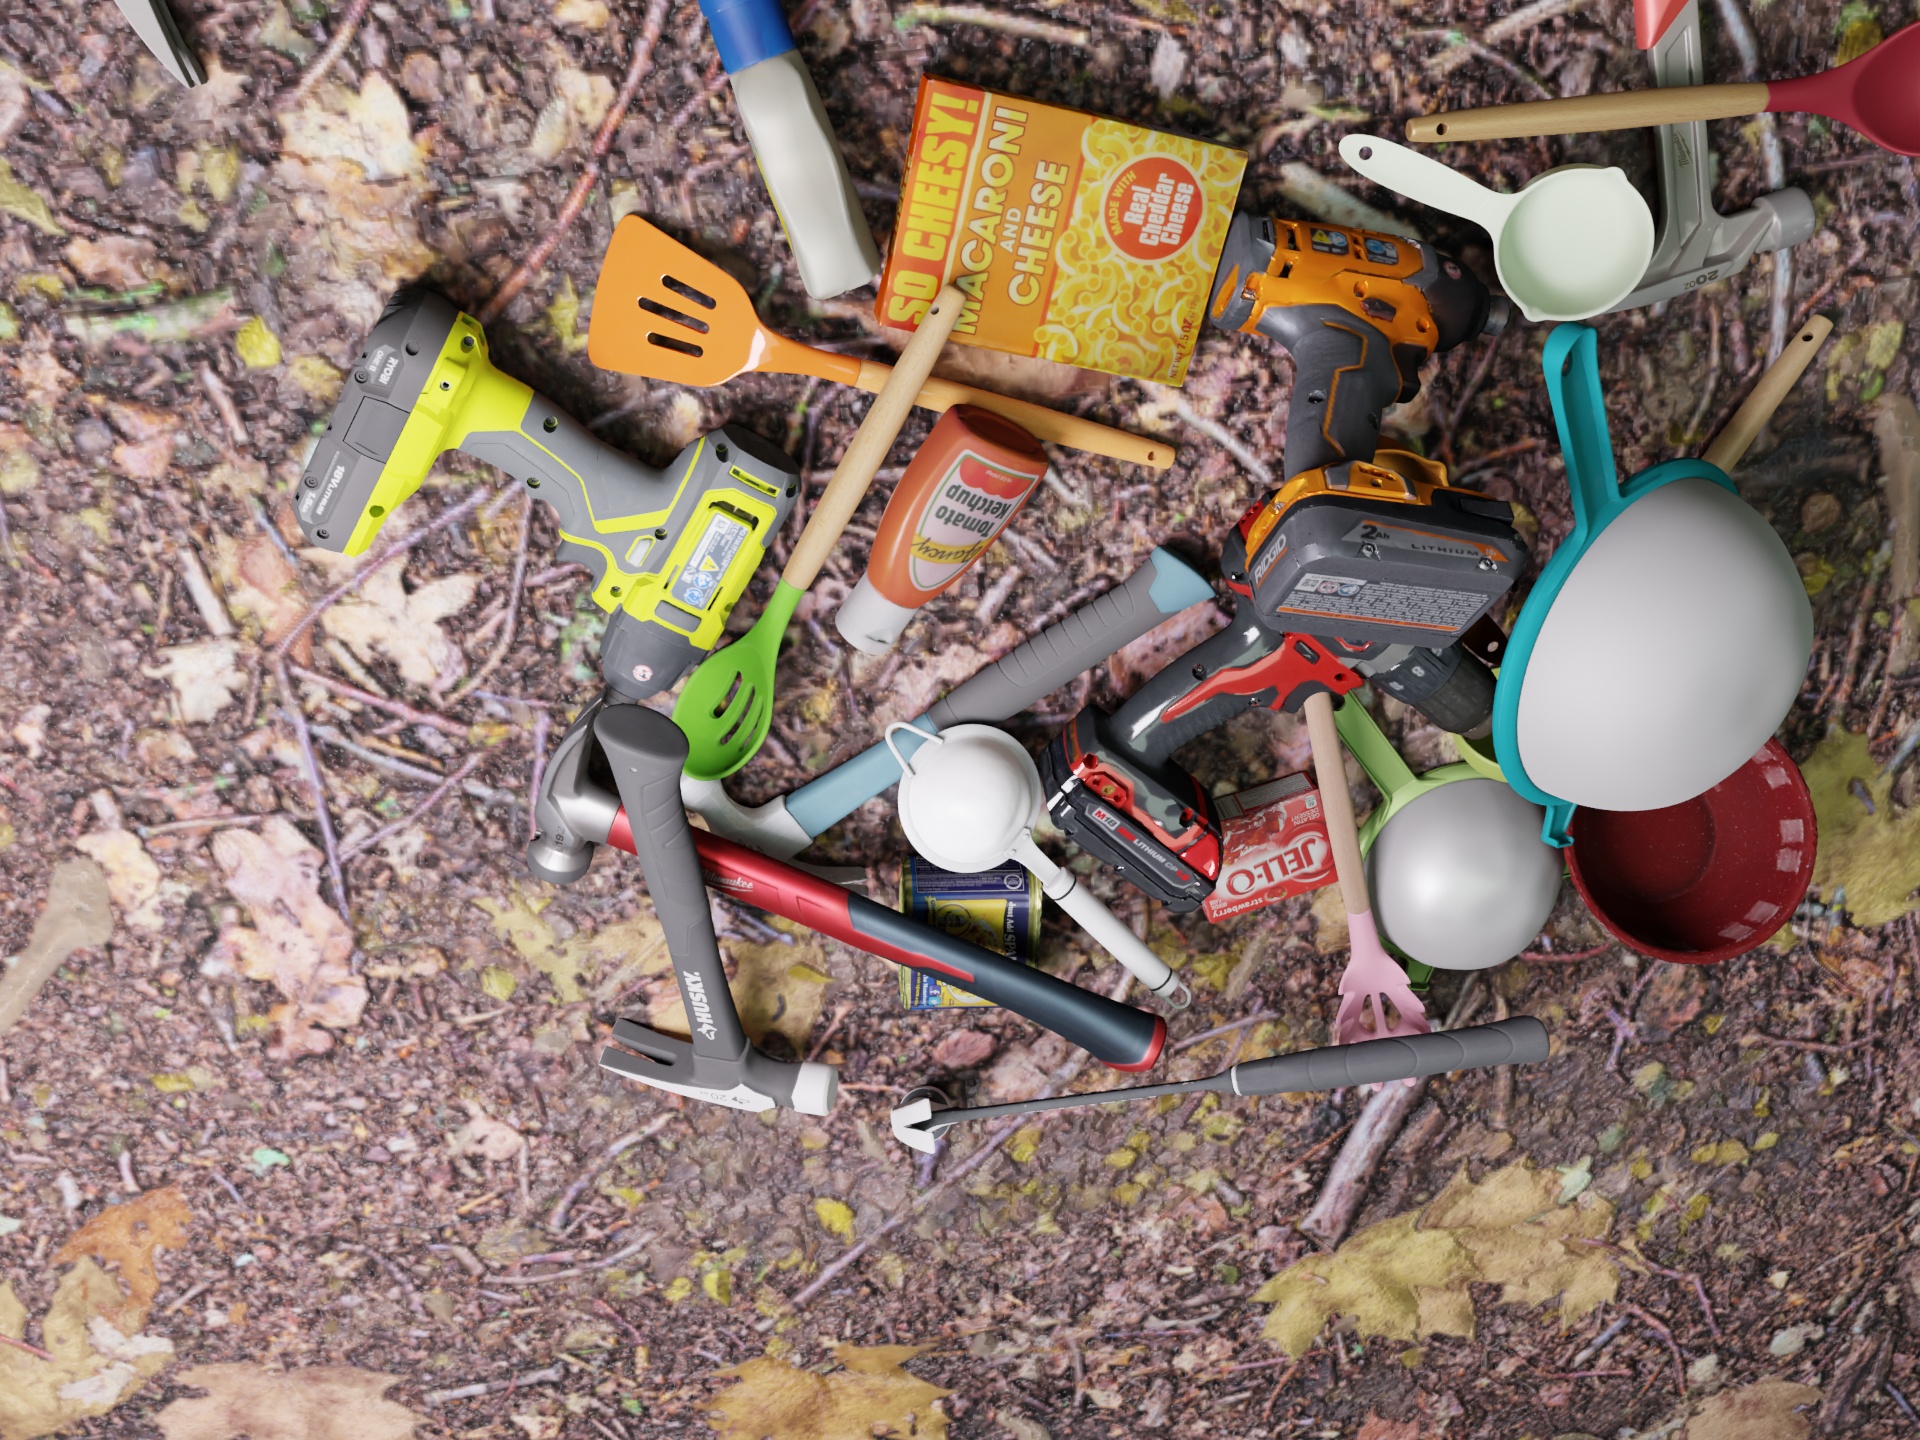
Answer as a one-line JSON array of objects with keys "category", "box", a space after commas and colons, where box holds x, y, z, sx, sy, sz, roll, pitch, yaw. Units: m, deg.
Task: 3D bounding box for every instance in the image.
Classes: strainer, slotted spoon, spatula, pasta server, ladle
[{"category": "strainer", "box": [0.297, 0.071, 0.993, 0.151, 0.069, 0.256, -37, 117, 10]}, {"category": "slotted spoon", "box": [-0.076, -0.094, 0.856, 0.031, 0.070, 0.313, 0, 129, -49]}, {"category": "spatula", "box": [-0.033, -0.183, 0.851, 0.322, 0.041, 0.081, 12, 114, -18]}, {"category": "pasta server", "box": [0.243, 0.099, 0.984, 0.060, 0.040, 0.316, -12, 118, 12]}, {"category": "ladle", "box": [0.403, -0.099, 0.935, 0.320, 0.078, 0.062, -57, 152, 14]}, {"category": "strainer", "box": [0.054, 0.090, 0.934, 0.258, 0.050, 0.087, 44, 82, -20]}, {"category": "strainer", "box": [0.371, -0.067, 0.827, 0.211, 0.095, 0.340, -45, 135, -9]}, {"category": "ladle", "box": [0.380, -0.311, 0.804, 0.315, 0.031, 0.069, -6, 115, -3]}]

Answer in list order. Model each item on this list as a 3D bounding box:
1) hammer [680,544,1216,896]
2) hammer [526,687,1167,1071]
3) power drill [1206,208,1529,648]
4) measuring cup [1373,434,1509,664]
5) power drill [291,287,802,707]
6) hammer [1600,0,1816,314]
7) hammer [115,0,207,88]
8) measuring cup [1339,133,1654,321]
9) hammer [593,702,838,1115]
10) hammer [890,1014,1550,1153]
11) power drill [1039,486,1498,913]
[{"category": "hammer", "box": [-0.001, -0.003, 0.935, 0.331, 0.033, 0.128, -32, 115, 8]}, {"category": "hammer", "box": [-0.055, 0.106, 0.911, 0.386, 0.038, 0.143, 23, 134, -5]}, {"category": "power drill", "box": [0.214, -0.153, 0.802, 0.164, 0.227, 0.084, 5, 152, -12]}, {"category": "measuring cup", "box": [0.257, -0.094, 0.918, 0.173, 0.052, 0.095, 39, 105, -25]}, {"category": "power drill", "box": [-0.218, -0.108, 0.831, 0.223, 0.080, 0.171, 26, 110, -22]}, {"category": "hammer", "box": [0.343, -0.389, 0.794, 0.149, 0.037, 0.358, -18, 117, 1]}, {"category": "hammer", "box": [-0.192, -0.409, 0.709, 0.410, 0.038, 0.146, -16, 118, 0]}, {"category": "measuring cup", "box": [0.275, -0.268, 0.825, 0.167, 0.038, 0.083, 26, 122, 4]}, {"category": "hammer", "box": [-0.159, 0.117, 0.897, 0.146, 0.035, 0.334, 7, 136, 11]}, {"category": "hammer", "box": [0.157, 0.224, 0.989, 0.409, 0.149, 0.036, -8, 79, 3]}, {"category": "power drill", "box": [0.174, 0.003, 0.892, 0.187, 0.080, 0.226, 36, 111, -17]}]
